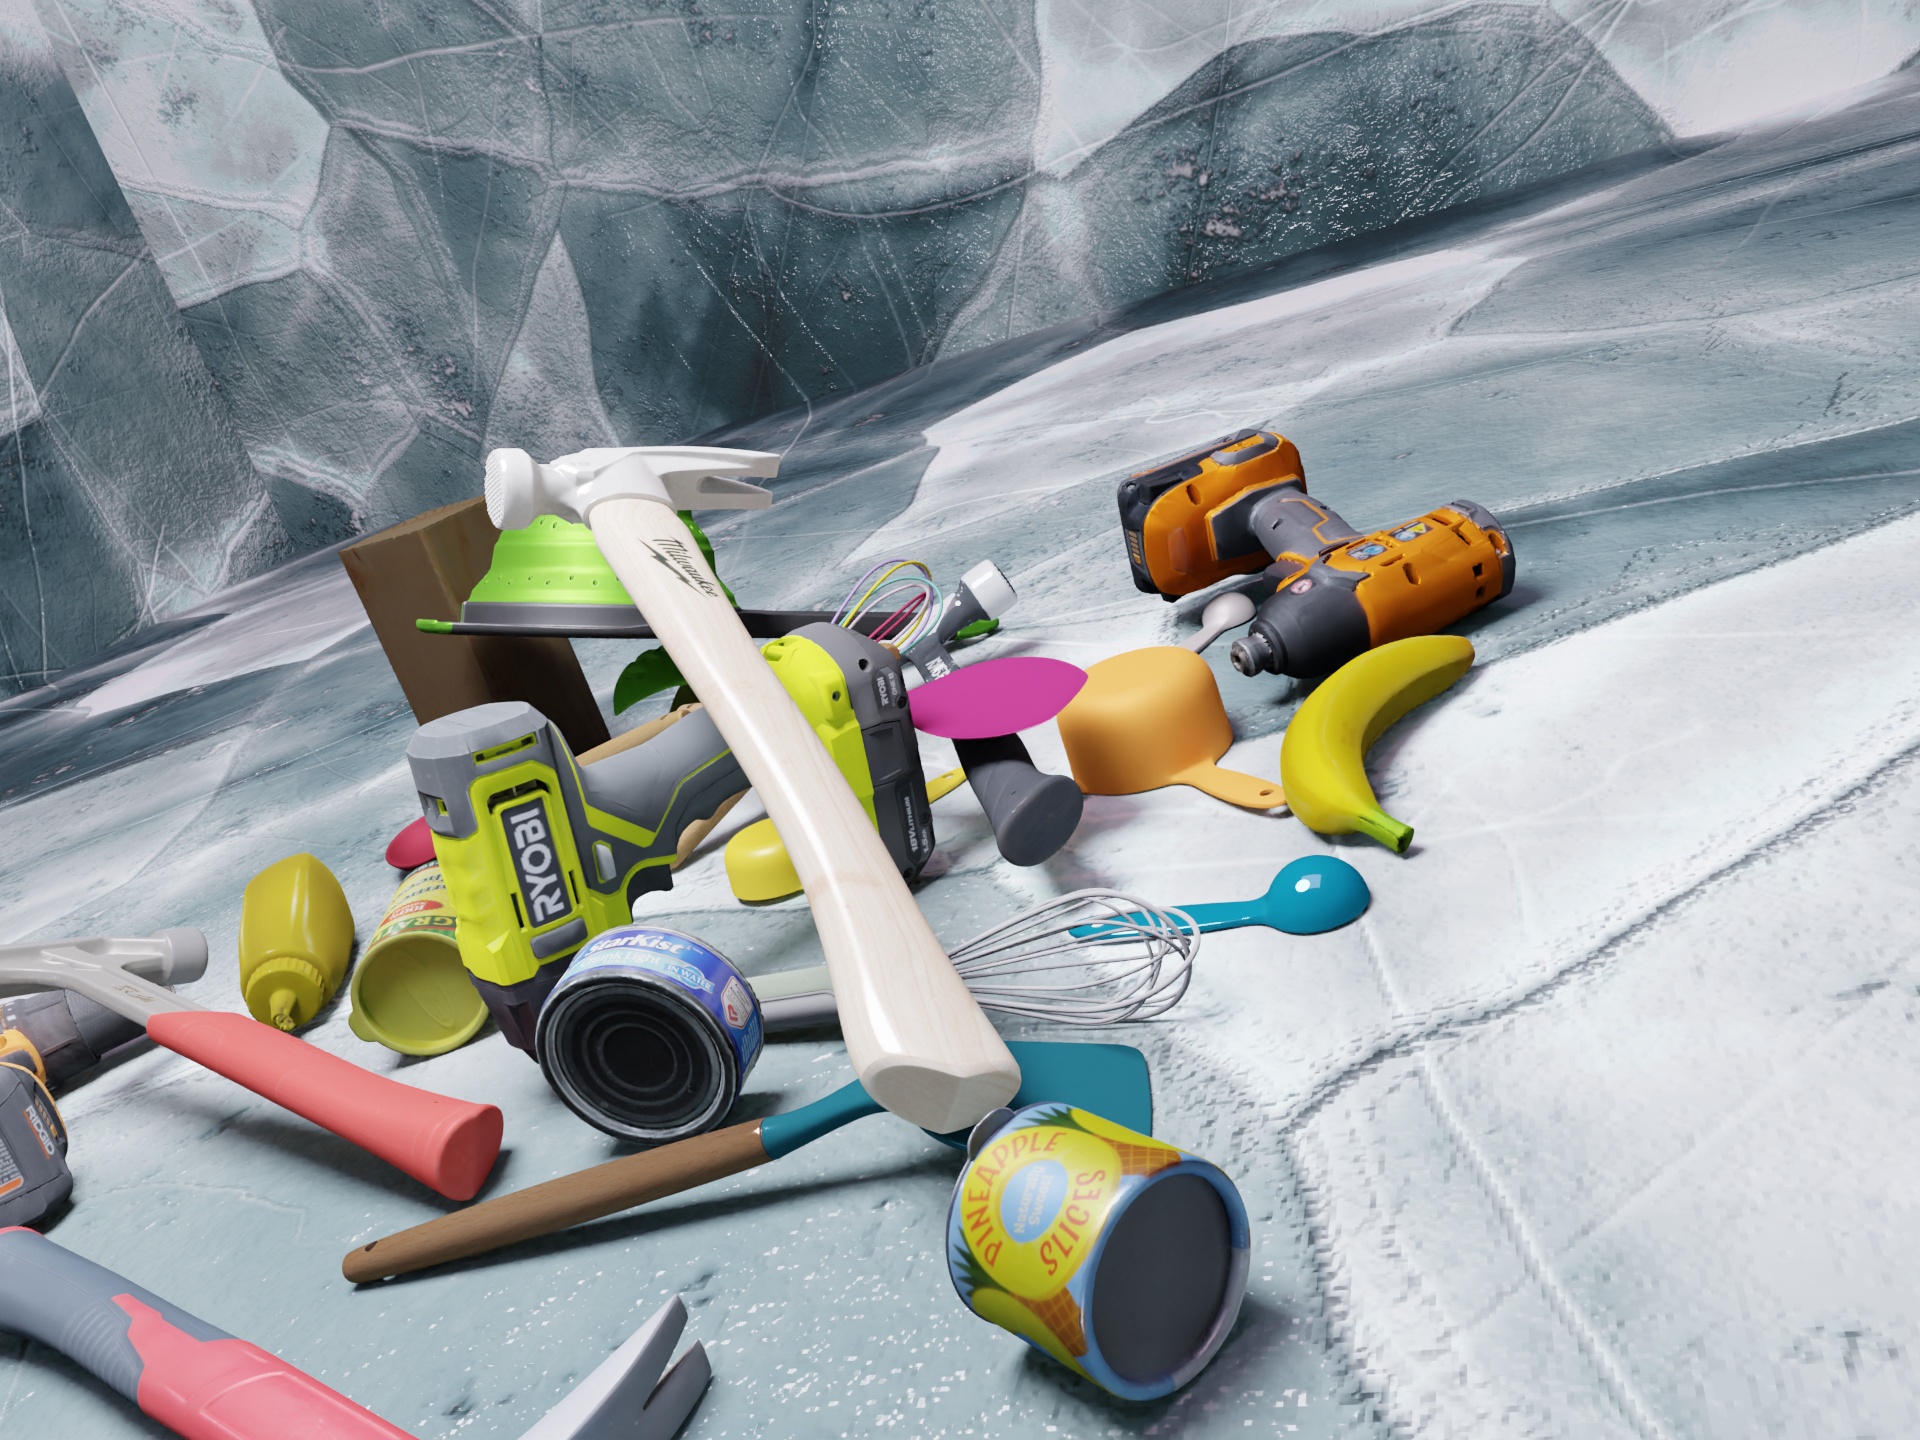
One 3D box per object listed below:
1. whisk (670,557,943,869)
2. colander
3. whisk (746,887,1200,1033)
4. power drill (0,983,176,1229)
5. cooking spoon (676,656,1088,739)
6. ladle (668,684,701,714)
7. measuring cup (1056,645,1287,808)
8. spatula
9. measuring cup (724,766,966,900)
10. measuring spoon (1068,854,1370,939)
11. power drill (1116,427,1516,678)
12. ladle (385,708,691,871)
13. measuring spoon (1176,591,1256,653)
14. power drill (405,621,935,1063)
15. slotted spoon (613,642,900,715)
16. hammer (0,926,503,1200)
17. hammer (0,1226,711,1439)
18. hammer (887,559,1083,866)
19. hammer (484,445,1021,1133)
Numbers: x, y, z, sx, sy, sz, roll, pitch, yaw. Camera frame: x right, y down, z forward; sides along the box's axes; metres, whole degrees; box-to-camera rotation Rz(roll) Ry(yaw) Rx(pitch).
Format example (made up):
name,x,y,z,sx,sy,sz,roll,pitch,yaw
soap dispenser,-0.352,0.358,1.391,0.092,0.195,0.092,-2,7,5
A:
name,x,y,z,sx,sy,sz,roll,pitch,yaw
whisk,-0.094,-0.004,0.951,0.245,0.051,0.047,-49,-10,-18
colander,-0.157,-0.102,1.073,0.397,0.094,0.204,-1,4,-24
whisk,-0.016,0.107,0.645,0.246,0.057,0.059,-14,27,30
power drill,-0.504,0.198,0.825,0.185,0.084,0.226,-25,15,-22
cooking spoon,-0.058,-0.006,0.850,0.319,0.017,0.069,-1,35,46
ladle,-0.232,0.054,0.988,0.078,0.062,0.320,-22,16,41
measuring cup,0.109,0.003,0.794,0.095,0.052,0.174,-25,17,-16
spatula,-0.088,0.169,0.579,0.317,0.044,0.082,-20,20,14
measuring cup,-0.059,0.050,0.867,0.156,0.029,0.062,-28,21,-28
measuring spoon,0.102,0.073,0.655,0.128,0.021,0.042,-10,21,23
power drill,0.183,-0.093,0.924,0.164,0.084,0.227,-25,30,-16
ladle,-0.264,0.044,0.987,0.315,0.031,0.069,-22,24,40
measuring spoon,0.139,-0.052,0.972,0.034,0.018,0.124,0,26,45
power drill,-0.126,0.054,0.735,0.223,0.171,0.080,-22,19,-35
slotted spoon,-0.131,-0.032,0.957,0.314,0.031,0.070,-2,37,52
hammer,-0.345,0.152,0.736,0.359,0.036,0.149,9,6,37
hammer,-0.256,0.223,0.566,0.386,0.038,0.143,-1,24,42
hammer,-0.001,-0.003,0.879,0.149,0.036,0.409,-36,17,2
hammer,-0.075,-0.002,0.661,0.146,0.038,0.411,-6,41,-30
